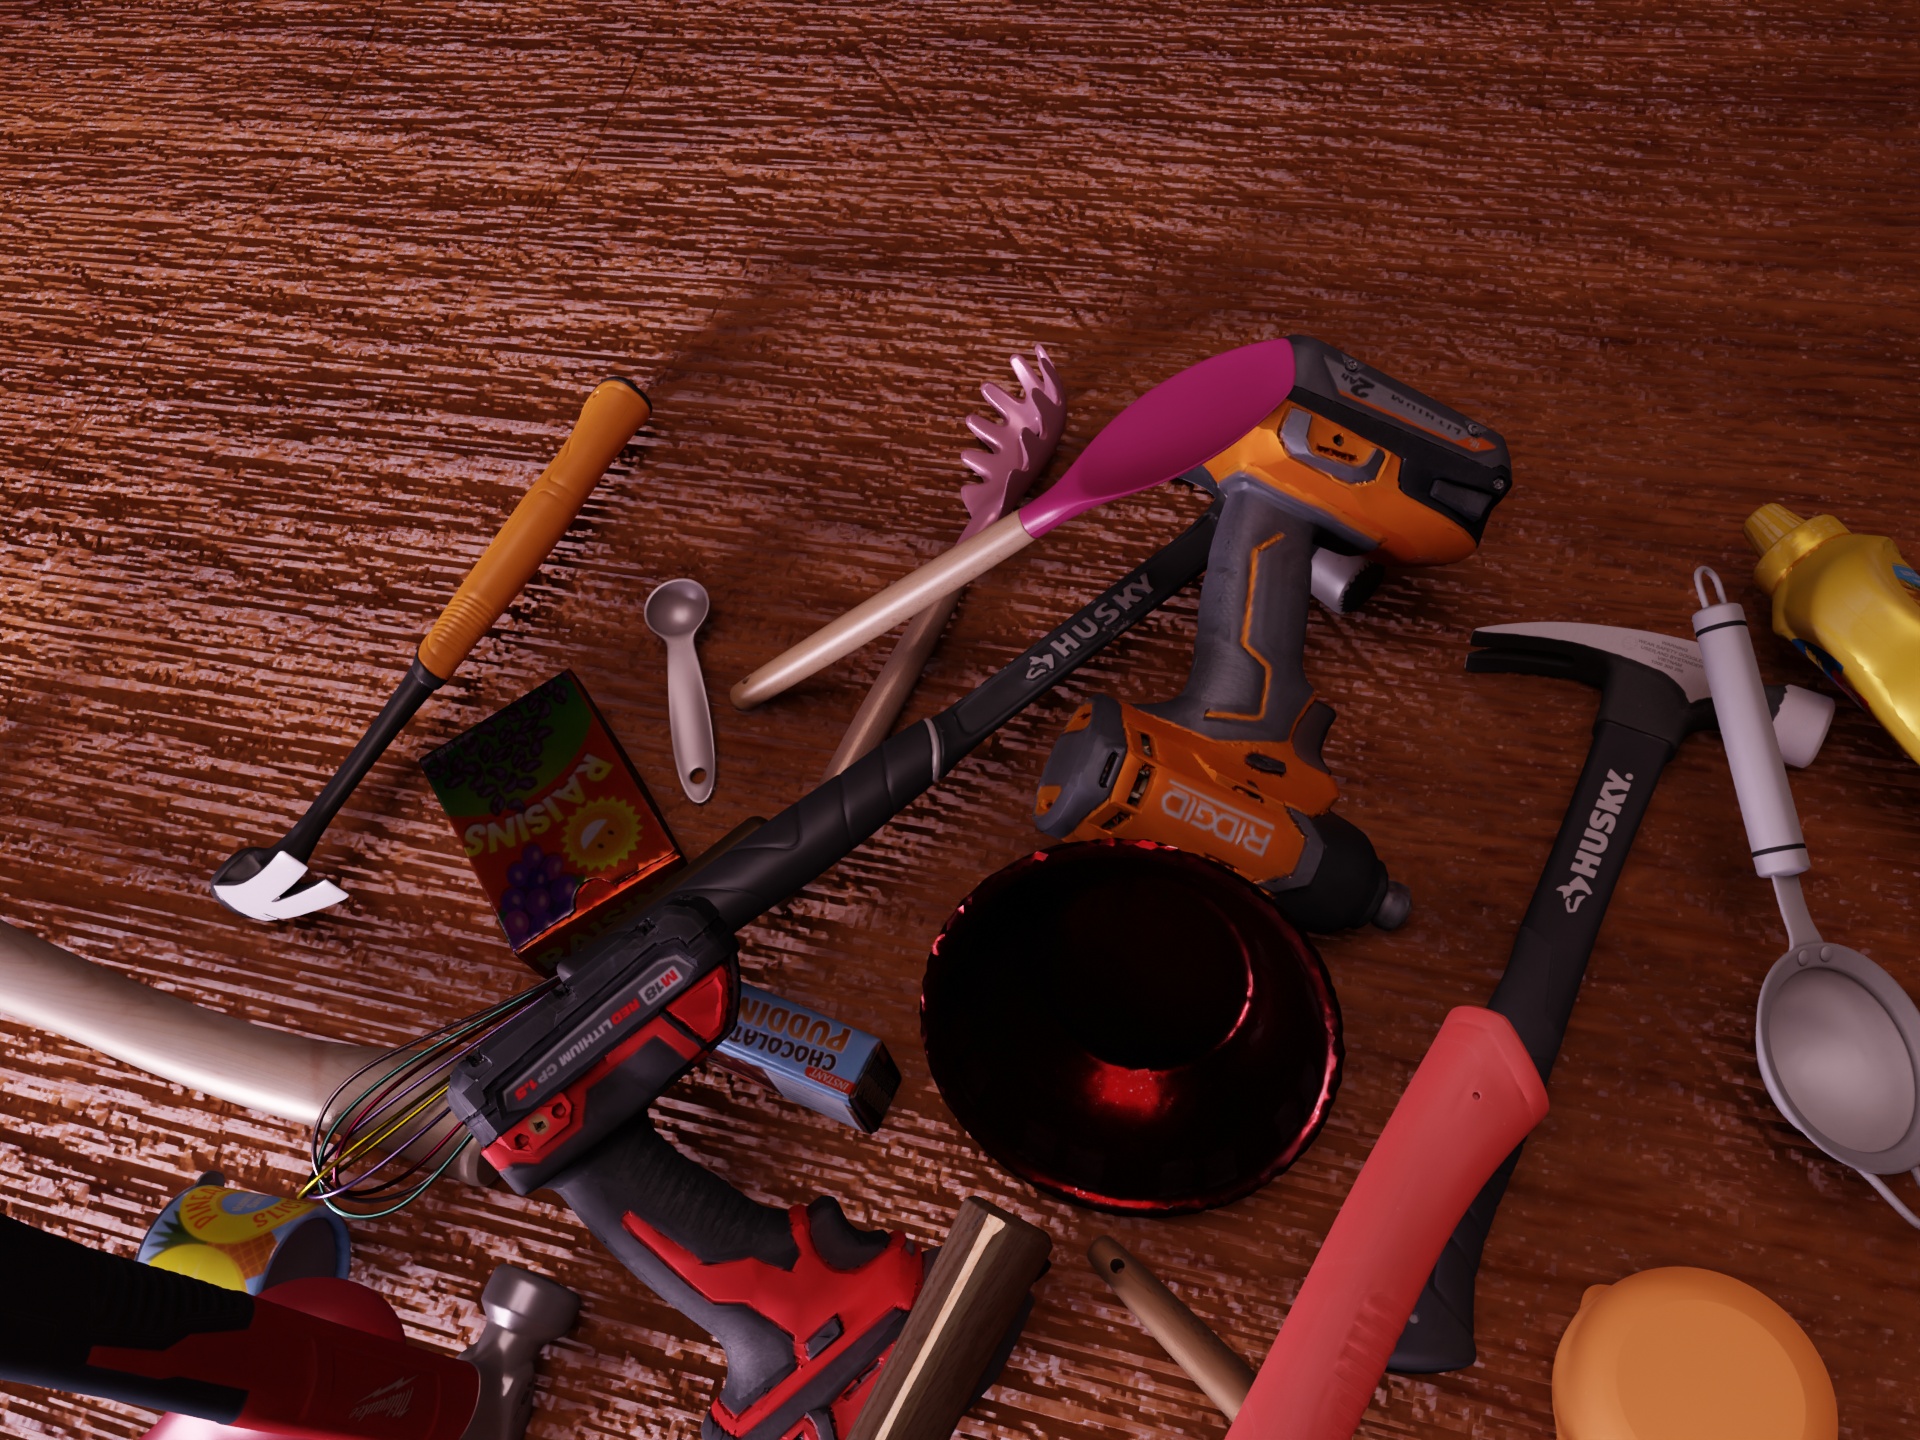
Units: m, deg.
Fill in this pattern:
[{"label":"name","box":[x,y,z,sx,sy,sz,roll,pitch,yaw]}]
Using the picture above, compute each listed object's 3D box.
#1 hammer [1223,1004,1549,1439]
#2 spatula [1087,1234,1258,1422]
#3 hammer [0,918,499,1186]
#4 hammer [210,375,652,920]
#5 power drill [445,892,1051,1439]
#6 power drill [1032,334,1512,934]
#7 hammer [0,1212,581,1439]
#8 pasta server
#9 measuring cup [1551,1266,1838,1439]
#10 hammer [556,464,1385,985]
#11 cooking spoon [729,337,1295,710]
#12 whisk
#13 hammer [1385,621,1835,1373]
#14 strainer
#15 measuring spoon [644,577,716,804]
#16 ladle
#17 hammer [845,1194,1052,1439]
[{"label":"hammer","box":[0.094,0.246,0.529,0.149,0.036,0.359,27,65,20]},{"label":"spatula","box":[0.153,0.281,0.528,0.082,0.044,0.318,-42,53,-14]},{"label":"hammer","box":[-0.391,0.147,0.737,0.411,0.038,0.146,13,66,18]},{"label":"hammer","box":[-0.247,-0.049,0.793,0.127,0.034,0.337,-12,43,52]},{"label":"power drill","box":[-0.074,0.178,0.592,0.143,0.078,0.219,-37,91,-10]},{"label":"power drill","box":[0.146,-0.026,0.670,0.164,0.084,0.226,25,82,-9]},{"label":"hammer","box":[-0.223,0.203,0.467,0.038,0.385,0.143,15,65,18]},{"label":"pasta server","box":[-0.022,-0.050,0.773,0.060,0.040,0.316,-6,51,58]},{"label":"measuring cup","box":[0.217,0.255,0.545,0.173,0.052,0.095,-29,60,-7]},{"label":"hammer","box":[-0.001,-0.002,0.713,0.409,0.036,0.149,-36,60,-19]},{"label":"cooking spoon","box":[0.011,-0.075,0.702,0.319,0.017,0.069,-28,37,31]},{"label":"whisk","box":[-0.172,0.120,0.674,0.245,0.047,0.051,-39,58,-24]},{"label":"hammer","box":[0.228,0.102,0.641,0.146,0.035,0.335,22,68,21]},{"label":"strainer","box":[0.318,0.062,0.613,0.087,0.050,0.258,-2,75,-22]},{"label":"measuring spoon","box":[-0.134,-0.014,0.792,0.034,0.018,0.124,-13,66,4]},{"label":"ladle","box":[-0.354,0.305,0.617,0.315,0.031,0.069,-29,90,8]},{"label":"hammer","box":[-0.062,0.314,0.524,0.130,0.031,0.331,30,76,-6]}]
